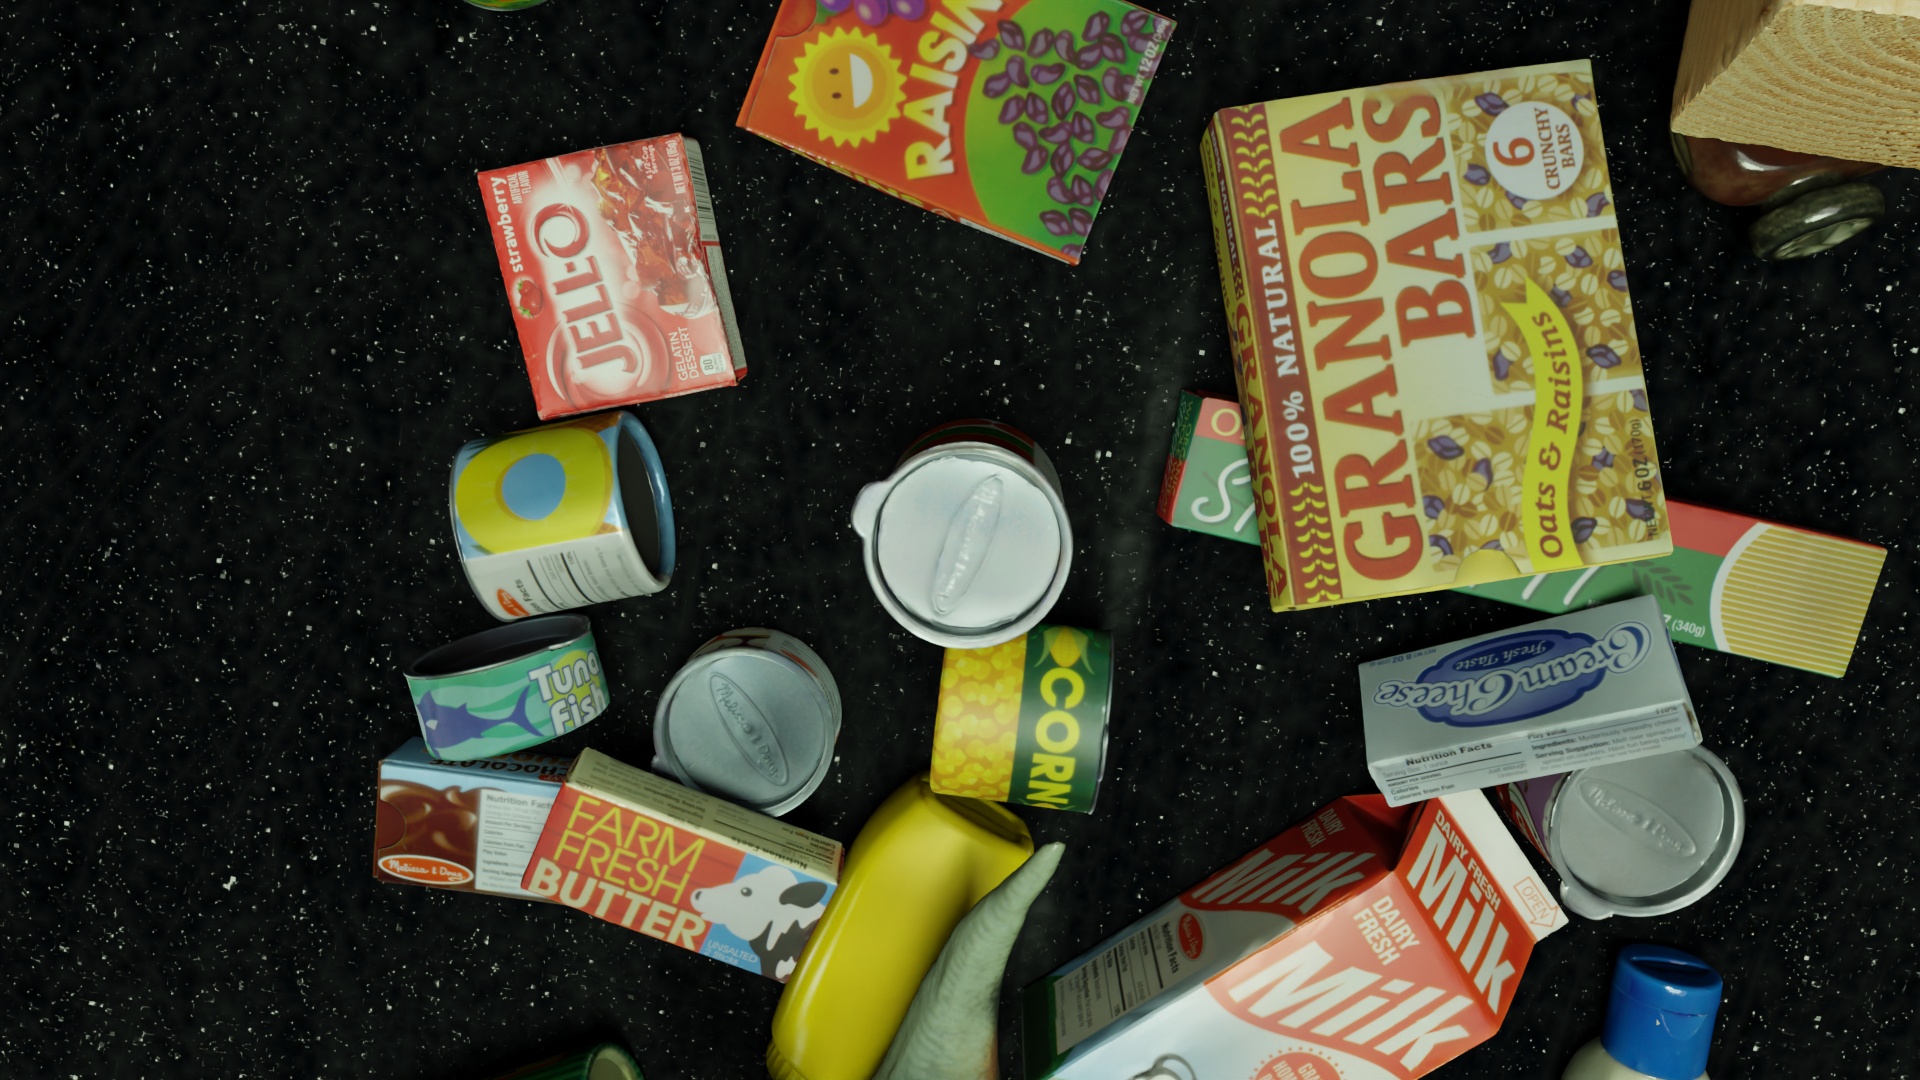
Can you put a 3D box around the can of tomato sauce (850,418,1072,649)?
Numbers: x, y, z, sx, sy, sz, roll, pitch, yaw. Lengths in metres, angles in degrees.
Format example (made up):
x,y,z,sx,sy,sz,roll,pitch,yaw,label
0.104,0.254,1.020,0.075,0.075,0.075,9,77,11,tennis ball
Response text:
x,y,z,sx,sy,sz,roll,pitch,yaw,label
0.002,-0.006,0.476,0.071,0.083,0.071,0,101,2,can of tomato sauce

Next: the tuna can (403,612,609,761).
x,y,z,sx,sy,sz,roll,pitch,yaw,label
-0.160,0.052,0.500,0.071,0.071,0.032,-11,102,4,tuna can

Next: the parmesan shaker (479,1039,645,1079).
x,y,z,sx,sy,sz,roll,pitch,yaw,label
-0.175,0.242,0.538,0.103,0.071,0.071,-19,99,5,parmesan shaker

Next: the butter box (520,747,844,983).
x,y,z,sx,sy,sz,roll,pitch,yaw,label
-0.099,0.117,0.499,0.103,0.024,0.053,23,112,-9,butter box

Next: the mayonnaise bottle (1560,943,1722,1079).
x,y,z,sx,sy,sz,roll,pitch,yaw,label
0.258,0.230,0.531,0.065,0.041,0.147,5,101,3,mayonnaise bottle

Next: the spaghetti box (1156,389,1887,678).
x,y,z,sx,sy,sz,roll,pitch,yaw,label
0.197,-0.003,0.497,0.250,0.029,0.050,13,100,-1,spaghetti box

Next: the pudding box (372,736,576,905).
x,y,z,sx,sy,sz,roll,pitch,yaw,label
-0.177,0.106,0.530,0.084,0.030,0.049,7,102,1,pudding box

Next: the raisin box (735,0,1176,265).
x,y,z,sx,sy,sz,roll,pitch,yaw,label
-0.001,-0.155,0.471,0.123,0.040,0.086,22,101,-1,raisin box

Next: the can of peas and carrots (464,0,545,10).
x,y,z,sx,sy,sz,roll,pitch,yaw,label
-0.163,-0.213,0.457,0.071,0.059,0.070,0,100,2,can of peas and carrots

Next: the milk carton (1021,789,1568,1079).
x,y,z,sx,sy,sz,roll,pitch,yaw,label
0.120,0.161,0.507,0.190,0.073,0.072,-34,98,7,milk carton

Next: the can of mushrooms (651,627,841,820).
x,y,z,sx,sy,sz,roll,pitch,yaw,label
-0.080,0.068,0.518,0.071,0.033,0.071,0,101,1,can of mushrooms

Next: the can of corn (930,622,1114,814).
x,y,z,sx,sy,sz,roll,pitch,yaw,label
0.021,0.061,0.494,0.058,0.071,0.071,7,101,2,can of corn

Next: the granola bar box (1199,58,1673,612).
x,y,z,sx,sy,sz,roll,pitch,yaw,label
0.154,-0.067,0.460,0.124,0.039,0.165,-8,87,-1,granola bar box

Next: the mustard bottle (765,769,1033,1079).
x,y,z,sx,sy,sz,roll,pitch,yaw,label
-0.034,0.165,0.526,0.065,0.049,0.160,31,101,-5,mustard bottle

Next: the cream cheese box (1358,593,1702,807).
x,y,z,sx,sy,sz,roll,pitch,yaw,label
0.193,0.056,0.479,0.103,0.054,0.024,-17,124,24,cream cheese box

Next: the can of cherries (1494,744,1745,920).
x,y,z,sx,sy,sz,roll,pitch,yaw,label
0.231,0.093,0.499,0.071,0.058,0.071,0,101,1,can of cherries

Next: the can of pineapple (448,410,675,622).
x,y,z,sx,sy,sz,roll,pitch,yaw,label
-0.138,-0.011,0.490,0.058,0.071,0.071,-11,100,3,can of pineapple
